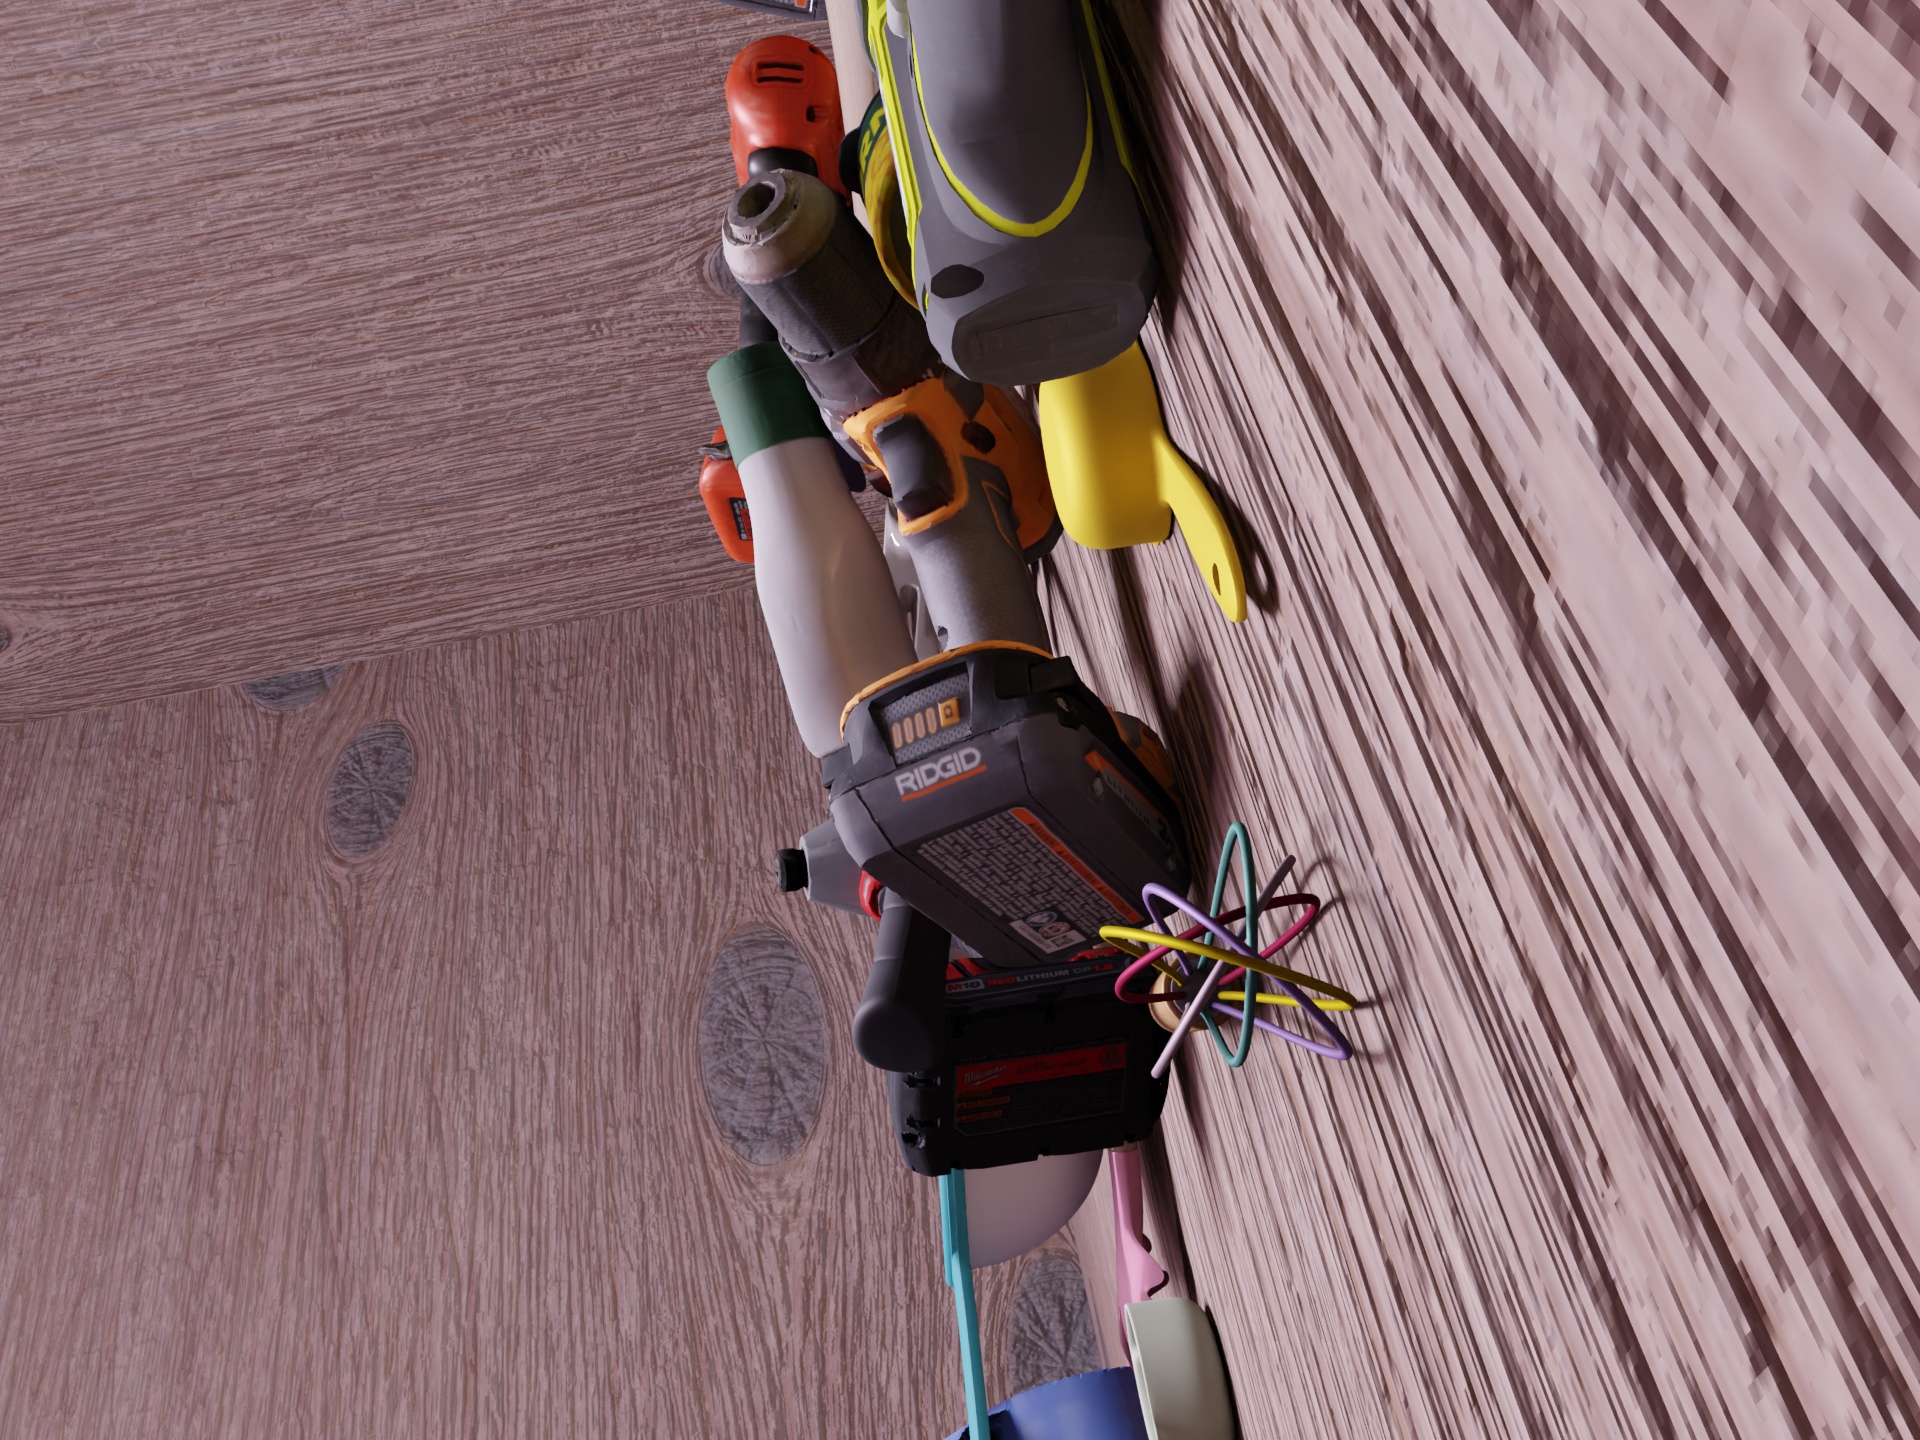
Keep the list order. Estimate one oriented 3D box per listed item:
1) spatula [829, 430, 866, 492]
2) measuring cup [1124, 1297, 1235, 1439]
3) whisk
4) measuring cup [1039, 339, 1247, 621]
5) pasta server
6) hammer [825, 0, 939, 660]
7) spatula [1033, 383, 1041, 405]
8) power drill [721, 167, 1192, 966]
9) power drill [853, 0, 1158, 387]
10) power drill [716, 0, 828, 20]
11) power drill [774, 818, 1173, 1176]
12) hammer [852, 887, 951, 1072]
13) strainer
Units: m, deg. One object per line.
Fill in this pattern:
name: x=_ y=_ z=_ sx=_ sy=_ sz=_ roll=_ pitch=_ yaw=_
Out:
spatula: x=-0.063 y=-0.110 z=0.827 sx=0.059 sy=0.018 sz=0.316 roll=46 pitch=-166 yaw=-25
measuring cup: x=0.109 y=0.343 z=0.722 sx=0.083 sy=0.038 sz=0.167 roll=-111 pitch=8 yaw=-84
whisk: x=0.060 y=0.066 z=0.411 sx=0.245 sy=0.047 sz=0.051 roll=70 pitch=-172 yaw=-77
measuring cup: x=0.042 y=-0.055 z=0.400 sx=0.157 sy=0.029 sz=0.062 roll=-99 pitch=-1 yaw=-65
pasta server: x=0.084 y=0.183 z=0.785 sx=0.060 sy=0.040 sz=0.316 roll=147 pitch=116 yaw=-89
hammer: x=-0.028 y=-0.167 z=0.658 sx=0.410 sy=0.038 sz=0.146 roll=87 pitch=-176 yaw=-69
spatula: x=0.007 y=-0.261 z=0.546 sx=0.082 sy=0.044 sz=0.317 roll=-107 pitch=2 yaw=-72
power drill: x=-0.007 y=-0.055 z=0.513 sx=0.185 sy=0.084 sz=0.226 roll=44 pitch=-151 yaw=-52
power drill: x=-0.003 y=-0.194 z=0.321 sx=0.223 sy=0.080 sz=0.171 roll=72 pitch=-174 yaw=-73
power drill: x=-0.068 y=-0.425 z=0.683 sx=0.164 sy=0.084 sz=0.227 roll=109 pitch=166 yaw=-48
power drill: x=-0.001 y=0.099 z=0.714 sx=0.220 sy=0.143 sz=0.078 roll=-121 pitch=29 yaw=-61
hammer: x=-0.001 y=-0.002 z=0.671 sx=0.409 sy=0.036 sz=0.149 roll=-80 pitch=-7 yaw=-60
strainer: x=0.036 y=0.244 z=0.831 sx=0.210 sy=0.095 sz=0.341 roll=88 pitch=176 yaw=-47
